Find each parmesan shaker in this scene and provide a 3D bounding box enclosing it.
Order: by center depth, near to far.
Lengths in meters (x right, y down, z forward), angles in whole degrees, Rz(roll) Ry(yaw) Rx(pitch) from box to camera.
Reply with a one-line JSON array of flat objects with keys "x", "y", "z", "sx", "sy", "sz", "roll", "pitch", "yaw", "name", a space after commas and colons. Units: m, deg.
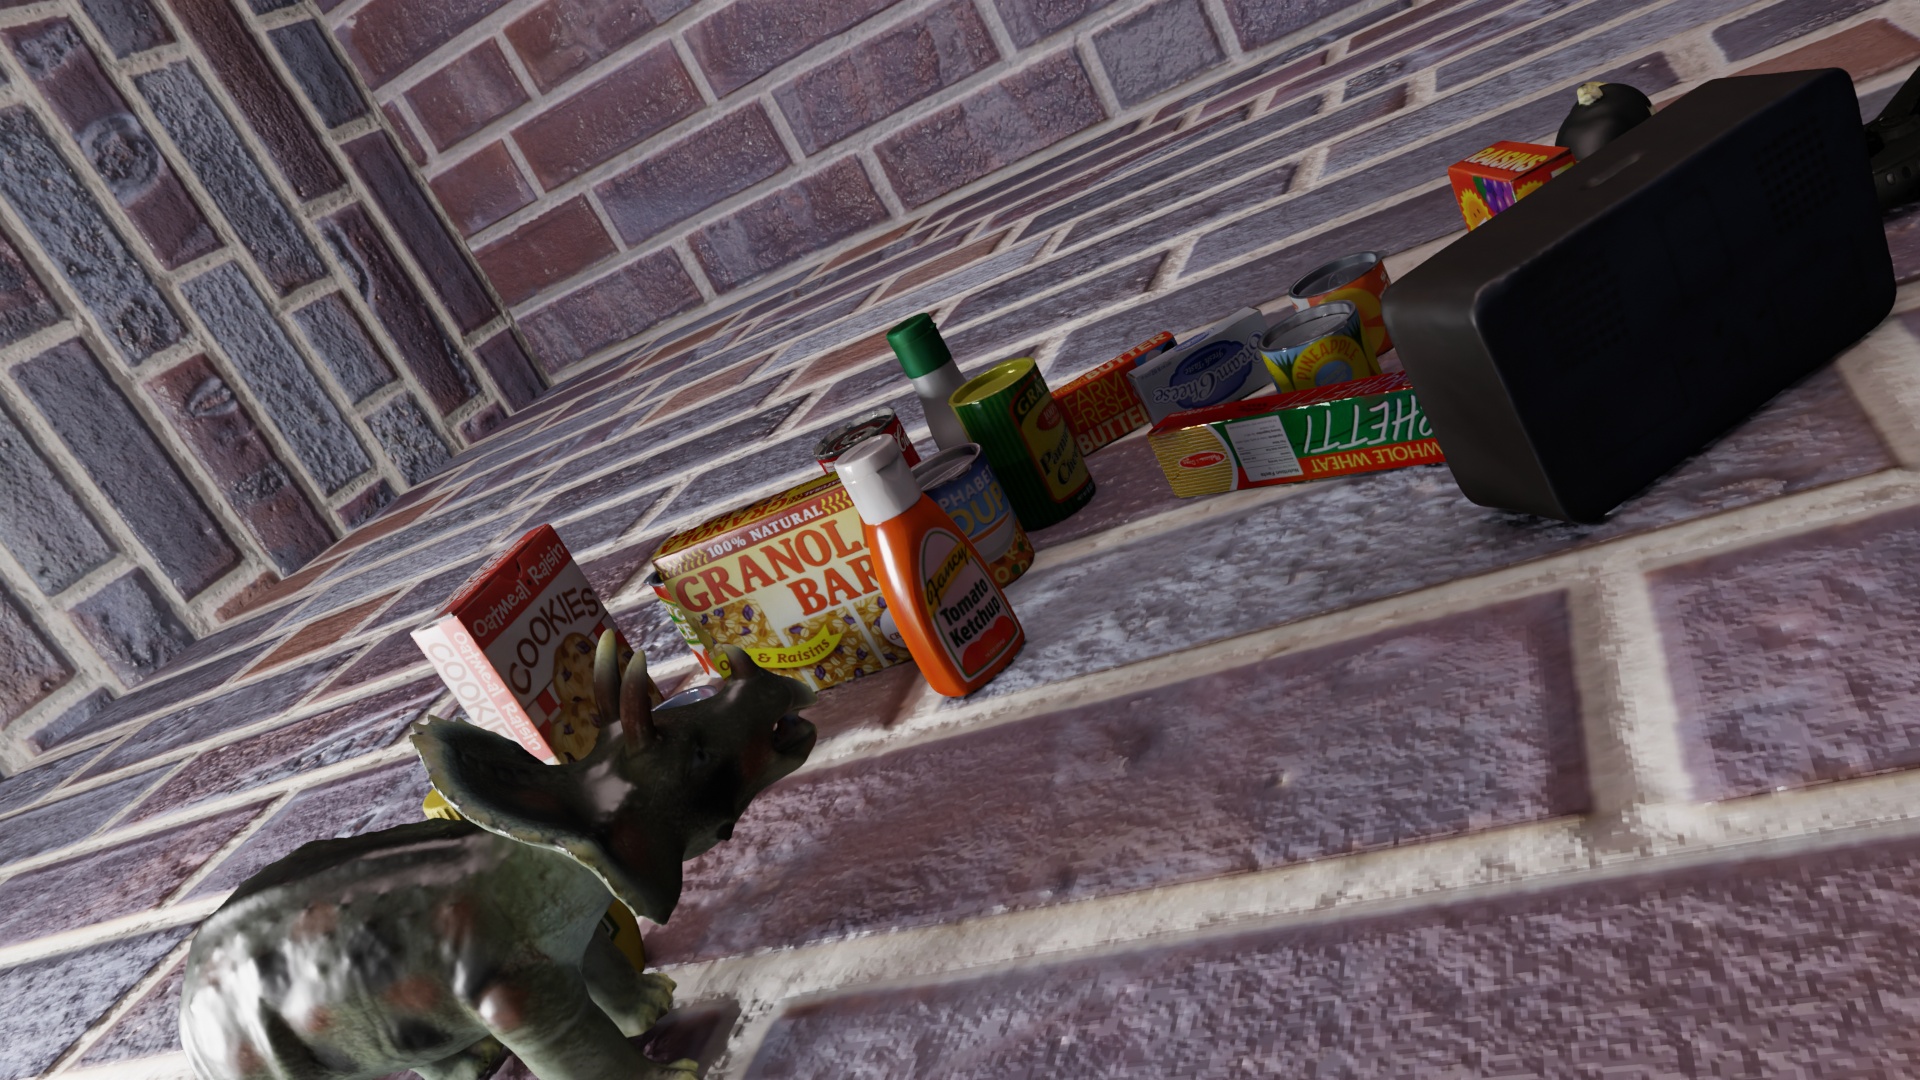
[{"x": 0.045, "y": -0.068, "z": 0.964, "sx": 0.071, "sy": 0.103, "sz": 0.071, "roll": -25, "pitch": 19, "yaw": 9, "name": "parmesan shaker"}]

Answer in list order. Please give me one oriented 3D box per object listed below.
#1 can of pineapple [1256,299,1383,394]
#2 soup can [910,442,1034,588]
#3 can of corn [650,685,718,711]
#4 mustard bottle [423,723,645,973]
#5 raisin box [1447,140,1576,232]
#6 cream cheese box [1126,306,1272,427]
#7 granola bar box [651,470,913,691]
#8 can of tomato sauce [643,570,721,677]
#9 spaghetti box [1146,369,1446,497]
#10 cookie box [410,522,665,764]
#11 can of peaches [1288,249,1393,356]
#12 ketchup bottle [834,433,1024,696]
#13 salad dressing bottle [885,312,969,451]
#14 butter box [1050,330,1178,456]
[{"x": 0.232, "y": -0.113, "z": 0.892, "sx": 0.071, "sy": 0.057, "sz": 0.071, "roll": -25, "pitch": 19, "yaw": 9, "name": "can of pineapple"}, {"x": 0.003, "y": -0.011, "z": 0.907, "sx": 0.071, "sy": 0.083, "sz": 0.071, "roll": -25, "pitch": 19, "yaw": 9, "name": "soup can"}, {"x": -0.158, "y": 0.128, "z": 0.810, "sx": 0.071, "sy": 0.058, "sz": 0.071, "roll": -25, "pitch": 19, "yaw": 9, "name": "can of corn"}, {"x": -0.212, "y": 0.154, "z": 0.661, "sx": 0.065, "sy": 0.160, "sz": 0.049, "roll": -34, "pitch": 19, "yaw": -17, "name": "mustard bottle"}, {"x": 0.326, "y": -0.159, "z": 0.779, "sx": 0.040, "sy": 0.123, "sz": 0.086, "roll": -27, "pitch": 19, "yaw": 6, "name": "raisin box"}, {"x": 0.176, "y": -0.119, "z": 0.993, "sx": 0.104, "sy": 0.053, "sz": 0.024, "roll": -29, "pitch": 19, "yaw": -3, "name": "cream cheese box"}, {"x": -0.093, "y": 0.030, "z": 0.872, "sx": 0.165, "sy": 0.124, "sz": 0.039, "roll": -21, "pitch": 20, "yaw": 22, "name": "granola bar box"}, {"x": -0.177, "y": 0.048, "z": 1.004, "sx": 0.071, "sy": 0.083, "sz": 0.071, "roll": -25, "pitch": 19, "yaw": 9, "name": "can of tomato sauce"}, {"x": 0.219, "y": -0.063, "z": 0.795, "sx": 0.249, "sy": 0.050, "sz": 0.029, "roll": -7, "pitch": 28, "yaw": 47, "name": "spaghetti box"}, {"x": -0.255, "y": 0.088, "z": 0.879, "sx": 0.040, "sy": 0.167, "sz": 0.123, "roll": -21, "pitch": 20, "yaw": 21, "name": "cookie box"}, {"x": 0.271, "y": -0.160, "z": 0.959, "sx": 0.071, "sy": 0.058, "sz": 0.071, "roll": -25, "pitch": 19, "yaw": 9, "name": "can of peaches"}, {"x": -0.021, "y": 0.012, "z": 0.780, "sx": 0.065, "sy": 0.148, "sz": 0.043, "roll": -41, "pitch": 22, "yaw": -32, "name": "ketchup bottle"}, {"x": -0.006, "y": -0.099, "z": 1.048, "sx": 0.044, "sy": 0.147, "sz": 0.064, "roll": -20, "pitch": 20, "yaw": 24, "name": "salad dressing bottle"}, {"x": 0.123, "y": -0.110, "z": 1.042, "sx": 0.103, "sy": 0.053, "sz": 0.024, "roll": -28, "pitch": 19, "yaw": 2, "name": "butter box"}]
